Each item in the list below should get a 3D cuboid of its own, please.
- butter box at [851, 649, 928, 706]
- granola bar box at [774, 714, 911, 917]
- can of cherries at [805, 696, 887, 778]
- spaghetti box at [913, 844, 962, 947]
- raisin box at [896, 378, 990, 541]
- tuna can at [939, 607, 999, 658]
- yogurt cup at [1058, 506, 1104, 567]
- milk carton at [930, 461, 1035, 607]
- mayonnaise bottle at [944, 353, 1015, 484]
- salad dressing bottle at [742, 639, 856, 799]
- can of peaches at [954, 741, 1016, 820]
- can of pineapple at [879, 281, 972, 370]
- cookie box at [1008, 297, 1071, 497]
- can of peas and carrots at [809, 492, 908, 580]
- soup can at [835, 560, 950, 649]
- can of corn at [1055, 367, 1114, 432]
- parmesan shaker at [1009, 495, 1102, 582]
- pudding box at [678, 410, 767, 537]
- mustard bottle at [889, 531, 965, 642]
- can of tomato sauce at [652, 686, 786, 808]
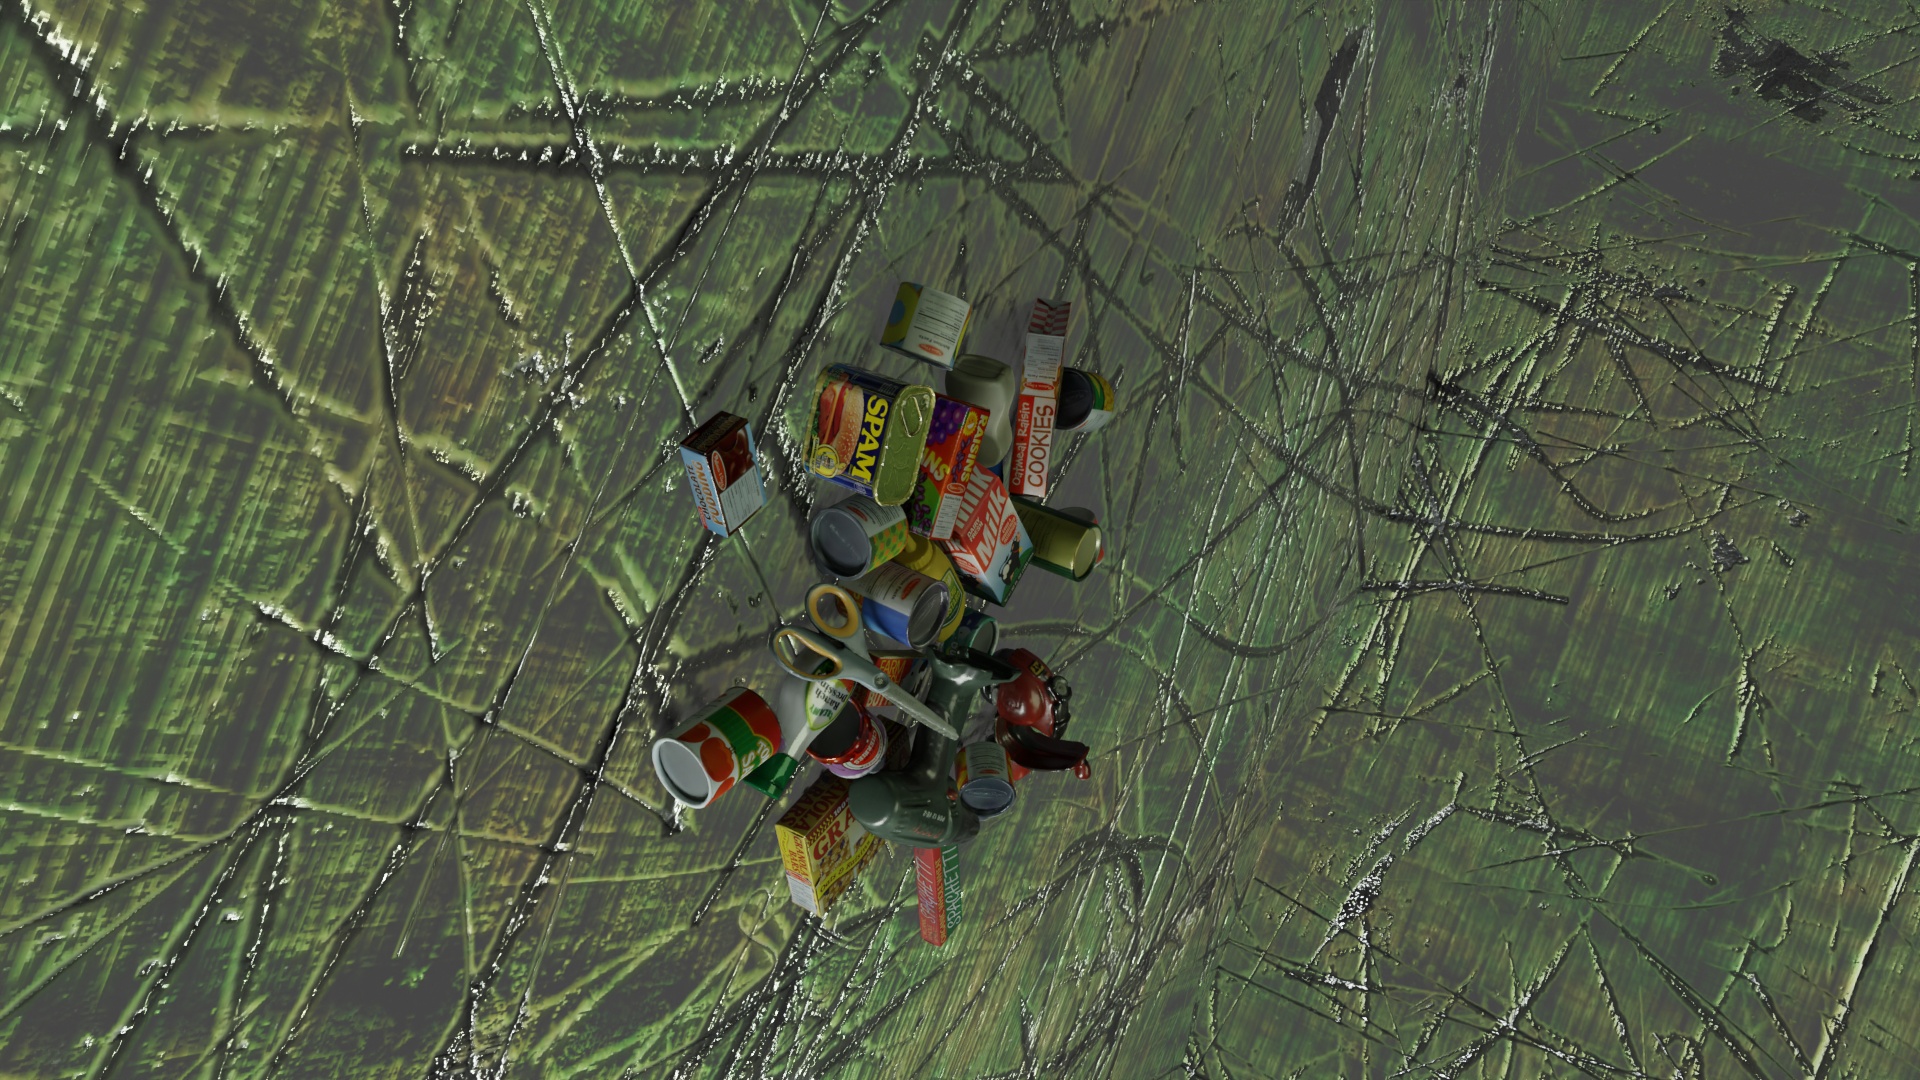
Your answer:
[{"bbox_3d":[-0.071,0.135,1.366,0.103,0.024,0.053,9,100,-62],"label":"butter box"},{"bbox_3d":[-0.108,0.271,1.374,0.166,0.039,0.123,-45,143,-39],"label":"granola bar box"},{"bbox_3d":[-0.106,0.181,1.283,0.071,0.071,0.058,-61,151,-16],"label":"can of cherries"},{"bbox_3d":[-0.027,0.373,1.601,0.050,0.029,0.248,-42,142,-40],"label":"spaghetti box"},{"bbox_3d":[-0.034,-0.071,1.227,0.040,0.086,0.123,10,100,-57],"label":"raisin box"},{"bbox_3d":[0.010,0.109,1.484,0.071,0.033,0.070,-40,141,-44],"label":"tuna can"},{"bbox_3d":[0.129,-0.003,1.592,0.073,0.072,0.053,-39,132,-44],"label":"yogurt cup"},{"bbox_3d":[0.005,-0.017,1.346,0.072,0.073,0.189,-59,150,-19],"label":"milk carton"},{"bbox_3d":[0.021,-0.108,1.330,0.147,0.065,0.041,86,29,-46],"label":"mayonnaise bottle"},{"bbox_3d":[-0.141,0.156,1.231,0.064,0.044,0.148,43,69,-43],"label":"salad dressing bottle"},{"bbox_3d":[0.026,0.271,1.566,0.058,0.071,0.071,-97,-176,-53],"label":"can of peaches"},{"bbox_3d":[-0.030,-0.183,1.184,0.071,0.071,0.058,15,95,-62],"label":"can of pineapple"},{"bbox_3d":[0.078,-0.142,1.380,0.123,0.040,0.166,-74,171,-64],"label":"cookie box"},{"bbox_3d":[-0.088,-0.004,1.199,0.059,0.071,0.070,-31,134,-50],"label":"can of peas and carrots"},{"bbox_3d":[-0.061,0.056,1.265,0.072,0.084,0.071,-40,141,-43],"label":"soup can"},{"bbox_3d":[0.122,-0.151,1.477,0.058,0.071,0.071,-1,110,-61],"label":"can of corn"},{"bbox_3d":[0.091,0.001,1.479,0.072,0.103,0.071,-40,141,-43],"label":"parmesan shaker"},{"bbox_3d":[-0.177,-0.050,1.045,0.050,0.030,0.083,-46,144,-36],"label":"pudding box"},{"bbox_3d":[-0.037,0.035,1.332,0.065,0.049,0.159,-59,151,-25],"label":"mustard bottle"},{"bbox_3d":[-0.194,0.167,1.118,0.083,0.071,0.070,-35,137,-46],"label":"can of tomato sauce"}]
